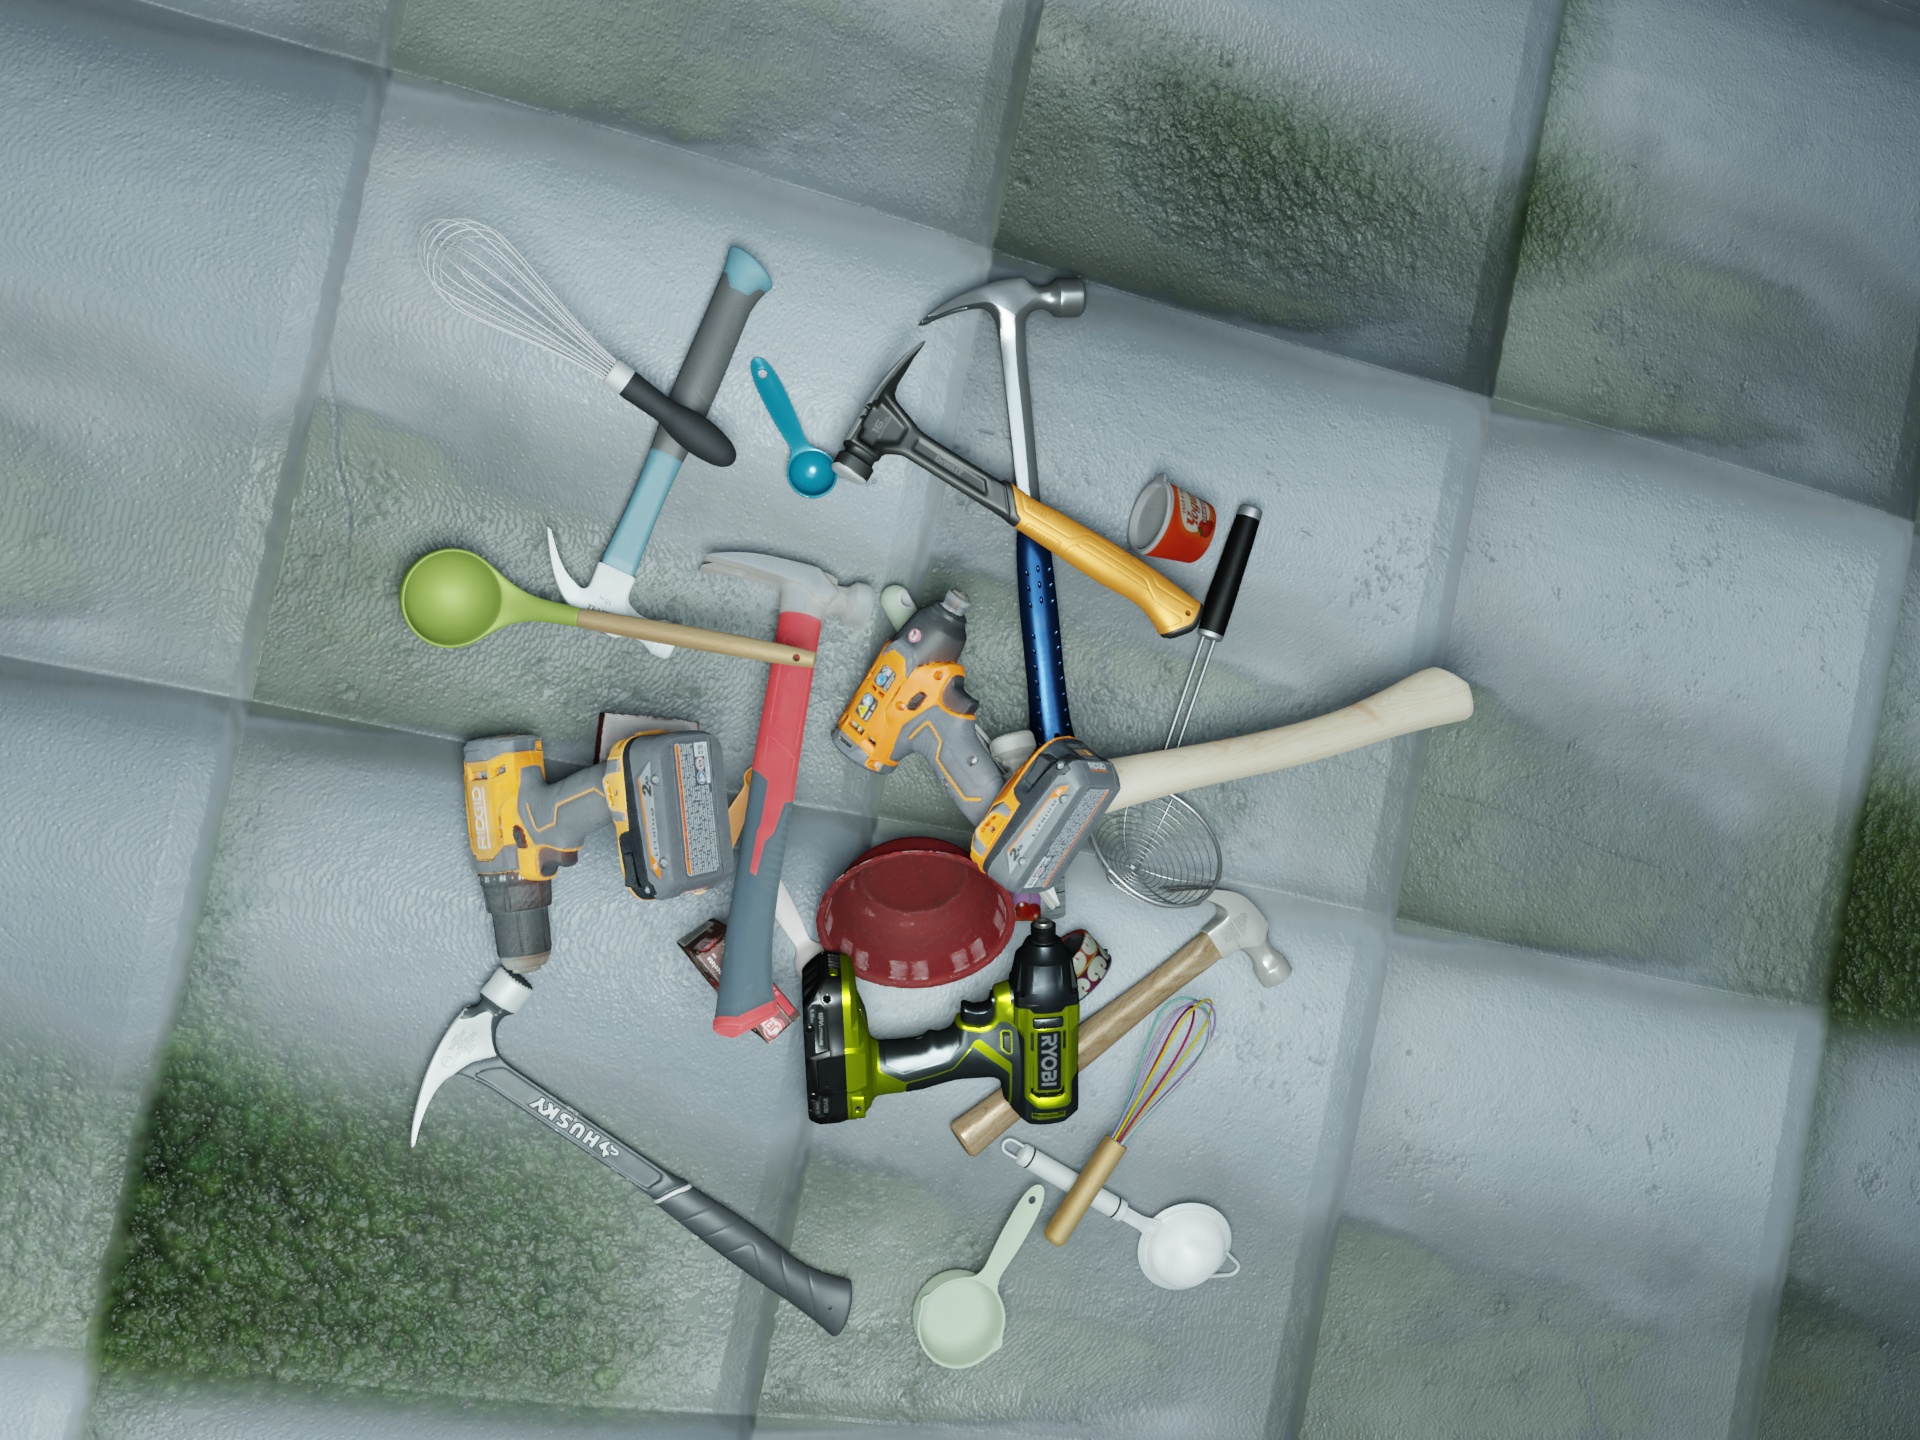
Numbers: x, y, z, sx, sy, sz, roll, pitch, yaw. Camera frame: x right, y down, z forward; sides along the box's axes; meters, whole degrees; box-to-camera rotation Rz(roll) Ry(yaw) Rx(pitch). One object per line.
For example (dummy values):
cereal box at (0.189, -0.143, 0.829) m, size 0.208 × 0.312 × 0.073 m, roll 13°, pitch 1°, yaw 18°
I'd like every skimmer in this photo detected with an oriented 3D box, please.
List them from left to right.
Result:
skimmer at (0.208, -0.018, 1.370) m, size 0.127 × 0.090 × 0.363 m, roll 20°, pitch 85°, yaw -12°

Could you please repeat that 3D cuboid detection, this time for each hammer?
hammer at (-0.251, 0.374, 1.279) m, size 0.408 × 0.036 × 0.149 m, roll 39°, pitch 82°, yaw -12°
hammer at (-0.231, -0.225, 1.284) m, size 0.128 × 0.033 × 0.331 m, roll 24°, pitch 84°, yaw -15°
hammer at (-0.161, 0.049, 1.230) m, size 0.143 × 0.038 × 0.387 m, roll 14°, pitch 65°, yaw -15°
hammer at (0.054, -0.172, 1.358) m, size 0.144 × 0.035 × 0.405 m, roll -6°, pitch 92°, yaw -15°
hammer at (0.065, -0.175, 1.325) m, size 0.336 × 0.034 × 0.127 m, roll 31°, pitch 83°, yaw -13°
hammer at (0.130, 0.261, 1.381) m, size 0.331 × 0.031 × 0.130 m, roll -35°, pitch 99°, yaw -12°
hammer at (0.238, 0.039, 1.326) m, size 0.410 × 0.038 × 0.146 m, roll -13°, pitch 79°, yaw -9°

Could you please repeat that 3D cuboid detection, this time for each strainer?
strainer at (0.143, 0.431, 1.383) m, size 0.258 × 0.050 × 0.087 m, roll 32°, pitch 97°, yaw -9°

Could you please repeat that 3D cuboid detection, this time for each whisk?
whisk at (-0.290, -0.284, 1.222) m, size 0.284 × 0.070 × 0.070 m, roll 36°, pitch 81°, yaw -20°
whisk at (-0.002, -0.004, 1.342) m, size 0.058 × 0.059 × 0.246 m, roll -33°, pitch 96°, yaw -50°
whisk at (0.142, 0.337, 1.349) m, size 0.051 × 0.047 × 0.245 m, roll 34°, pitch 86°, yaw 5°

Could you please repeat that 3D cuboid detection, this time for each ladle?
ladle at (-0.270, -0.073, 1.222) m, size 0.320 × 0.062 × 0.078 m, roll 10°, pitch 101°, yaw 1°

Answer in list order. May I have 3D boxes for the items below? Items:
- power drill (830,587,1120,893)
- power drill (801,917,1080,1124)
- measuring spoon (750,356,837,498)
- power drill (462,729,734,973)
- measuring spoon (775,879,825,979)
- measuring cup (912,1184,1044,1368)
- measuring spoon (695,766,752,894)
power drill at (0.013, 0.011, 1.252) m, size 0.227 × 0.084 × 0.164 m, roll 40°, pitch 108°, yaw 28°
power drill at (-0.015, 0.245, 1.287) m, size 0.223 × 0.080 × 0.171 m, roll -3°, pitch 108°, yaw -5°
measuring spoon at (-0.143, -0.241, 1.319) m, size 0.042 × 0.021 × 0.128 m, roll -26°, pitch 87°, yaw -13°
power drill at (-0.280, 0.097, 1.193) m, size 0.084 × 0.226 × 0.185 m, roll -7°, pitch 91°, yaw -58°
measuring spoon at (-0.142, 0.163, 1.315) m, size 0.034 × 0.018 × 0.124 m, roll -30°, pitch 97°, yaw -13°
measuring cup at (0.020, 0.465, 1.351) m, size 0.083 × 0.038 × 0.167 m, roll 35°, pitch 80°, yaw -12°
measuring spoon at (-0.191, 0.090, 1.308) m, size 0.021 × 0.011 × 0.117 m, roll 28°, pitch 87°, yaw -13°
